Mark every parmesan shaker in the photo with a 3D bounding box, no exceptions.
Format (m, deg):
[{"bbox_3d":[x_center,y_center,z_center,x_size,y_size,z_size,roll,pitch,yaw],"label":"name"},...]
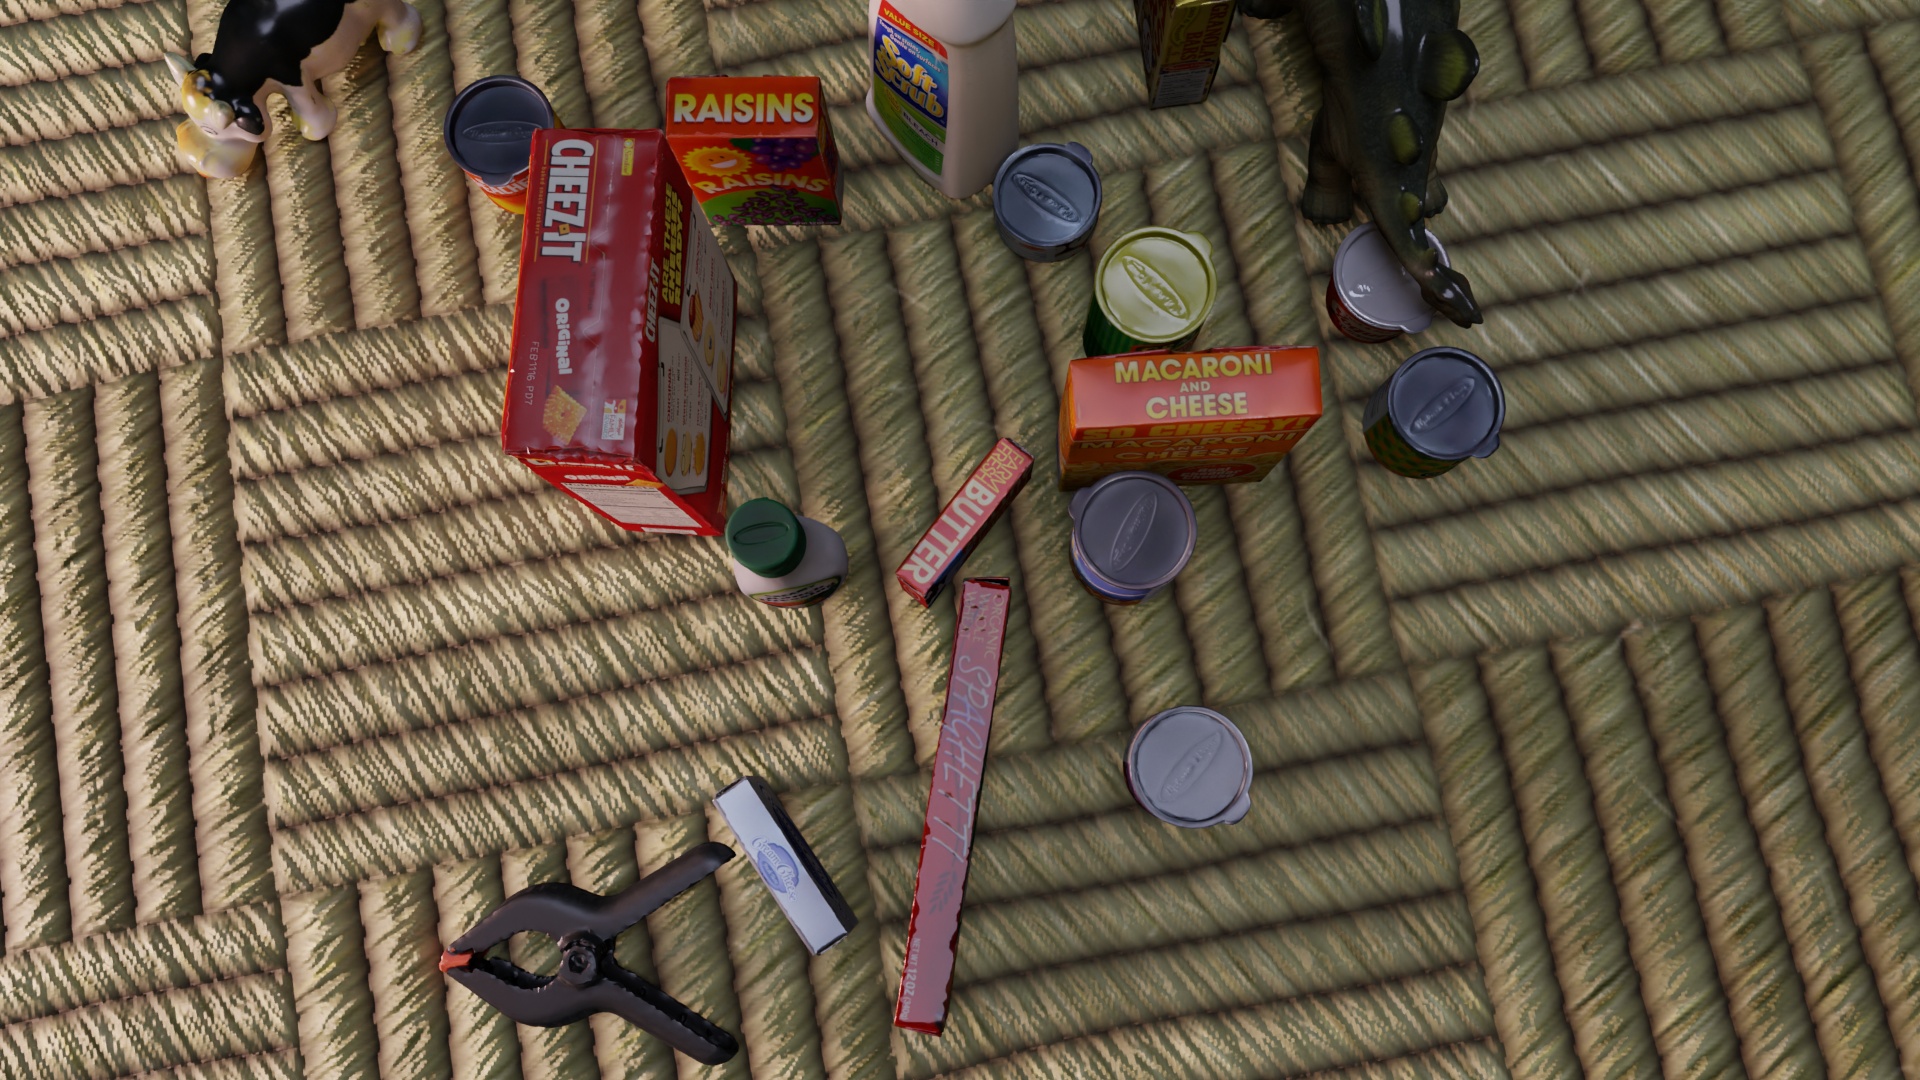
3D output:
[{"bbox_3d":[0.109,-0.132,0.799,0.071,0.103,0.071,0,81,1],"label":"parmesan shaker"}]

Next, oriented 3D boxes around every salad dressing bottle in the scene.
[{"bbox_3d":[-0.097,0.008,0.757,0.064,0.147,0.044,-11,81,0],"label":"salad dressing bottle"}]

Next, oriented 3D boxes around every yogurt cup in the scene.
[{"bbox_3d":[0.250,-0.150,0.824,0.072,0.054,0.072,0,80,1],"label":"yogurt cup"}]

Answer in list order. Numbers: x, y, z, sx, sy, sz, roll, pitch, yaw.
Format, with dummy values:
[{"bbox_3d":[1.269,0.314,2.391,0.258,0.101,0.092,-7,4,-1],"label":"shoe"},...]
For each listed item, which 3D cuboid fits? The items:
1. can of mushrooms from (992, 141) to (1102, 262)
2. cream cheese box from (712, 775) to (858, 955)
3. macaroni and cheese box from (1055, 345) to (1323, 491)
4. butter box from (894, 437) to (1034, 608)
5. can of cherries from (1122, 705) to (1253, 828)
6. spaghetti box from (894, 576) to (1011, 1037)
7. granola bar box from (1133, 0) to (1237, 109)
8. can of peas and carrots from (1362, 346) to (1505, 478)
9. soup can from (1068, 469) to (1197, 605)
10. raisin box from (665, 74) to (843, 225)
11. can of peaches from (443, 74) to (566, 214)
[{"bbox_3d":[0.054,-0.207,0.849,0.071,0.033,0.071,0,80,1],"label":"can of mushrooms"},{"bbox_3d":[-0.097,0.180,0.775,0.024,0.053,0.104,-35,81,-4],"label":"cream cheese box"},{"bbox_3d":[0.116,-0.063,0.755,0.124,0.166,0.040,-3,81,1],"label":"macaroni and cheese box"},{"bbox_3d":[0.003,-0.010,0.806,0.024,0.053,0.103,37,83,7],"label":"butter box"},{"bbox_3d":[0.127,0.129,0.776,0.071,0.058,0.071,0,80,1],"label":"can of cherries"},{"bbox_3d":[-0.002,0.144,0.781,0.029,0.050,0.250,8,81,3],"label":"spaghetti box"},{"bbox_3d":[0.127,-0.363,0.828,0.039,0.124,0.165,-7,80,0],"label":"granola bar box"},{"bbox_3d":[0.275,-0.071,0.807,0.071,0.058,0.071,0,81,1],"label":"can of peas and carrots"},{"bbox_3d":[0.093,-0.001,0.787,0.071,0.083,0.071,0,81,1],"label":"soup can"},{"bbox_3d":[-0.116,-0.225,0.810,0.086,0.123,0.040,1,81,2],"label":"raisin box"},{"bbox_3d":[-0.273,-0.238,0.849,0.071,0.058,0.071,0,80,1],"label":"can of peaches"}]
